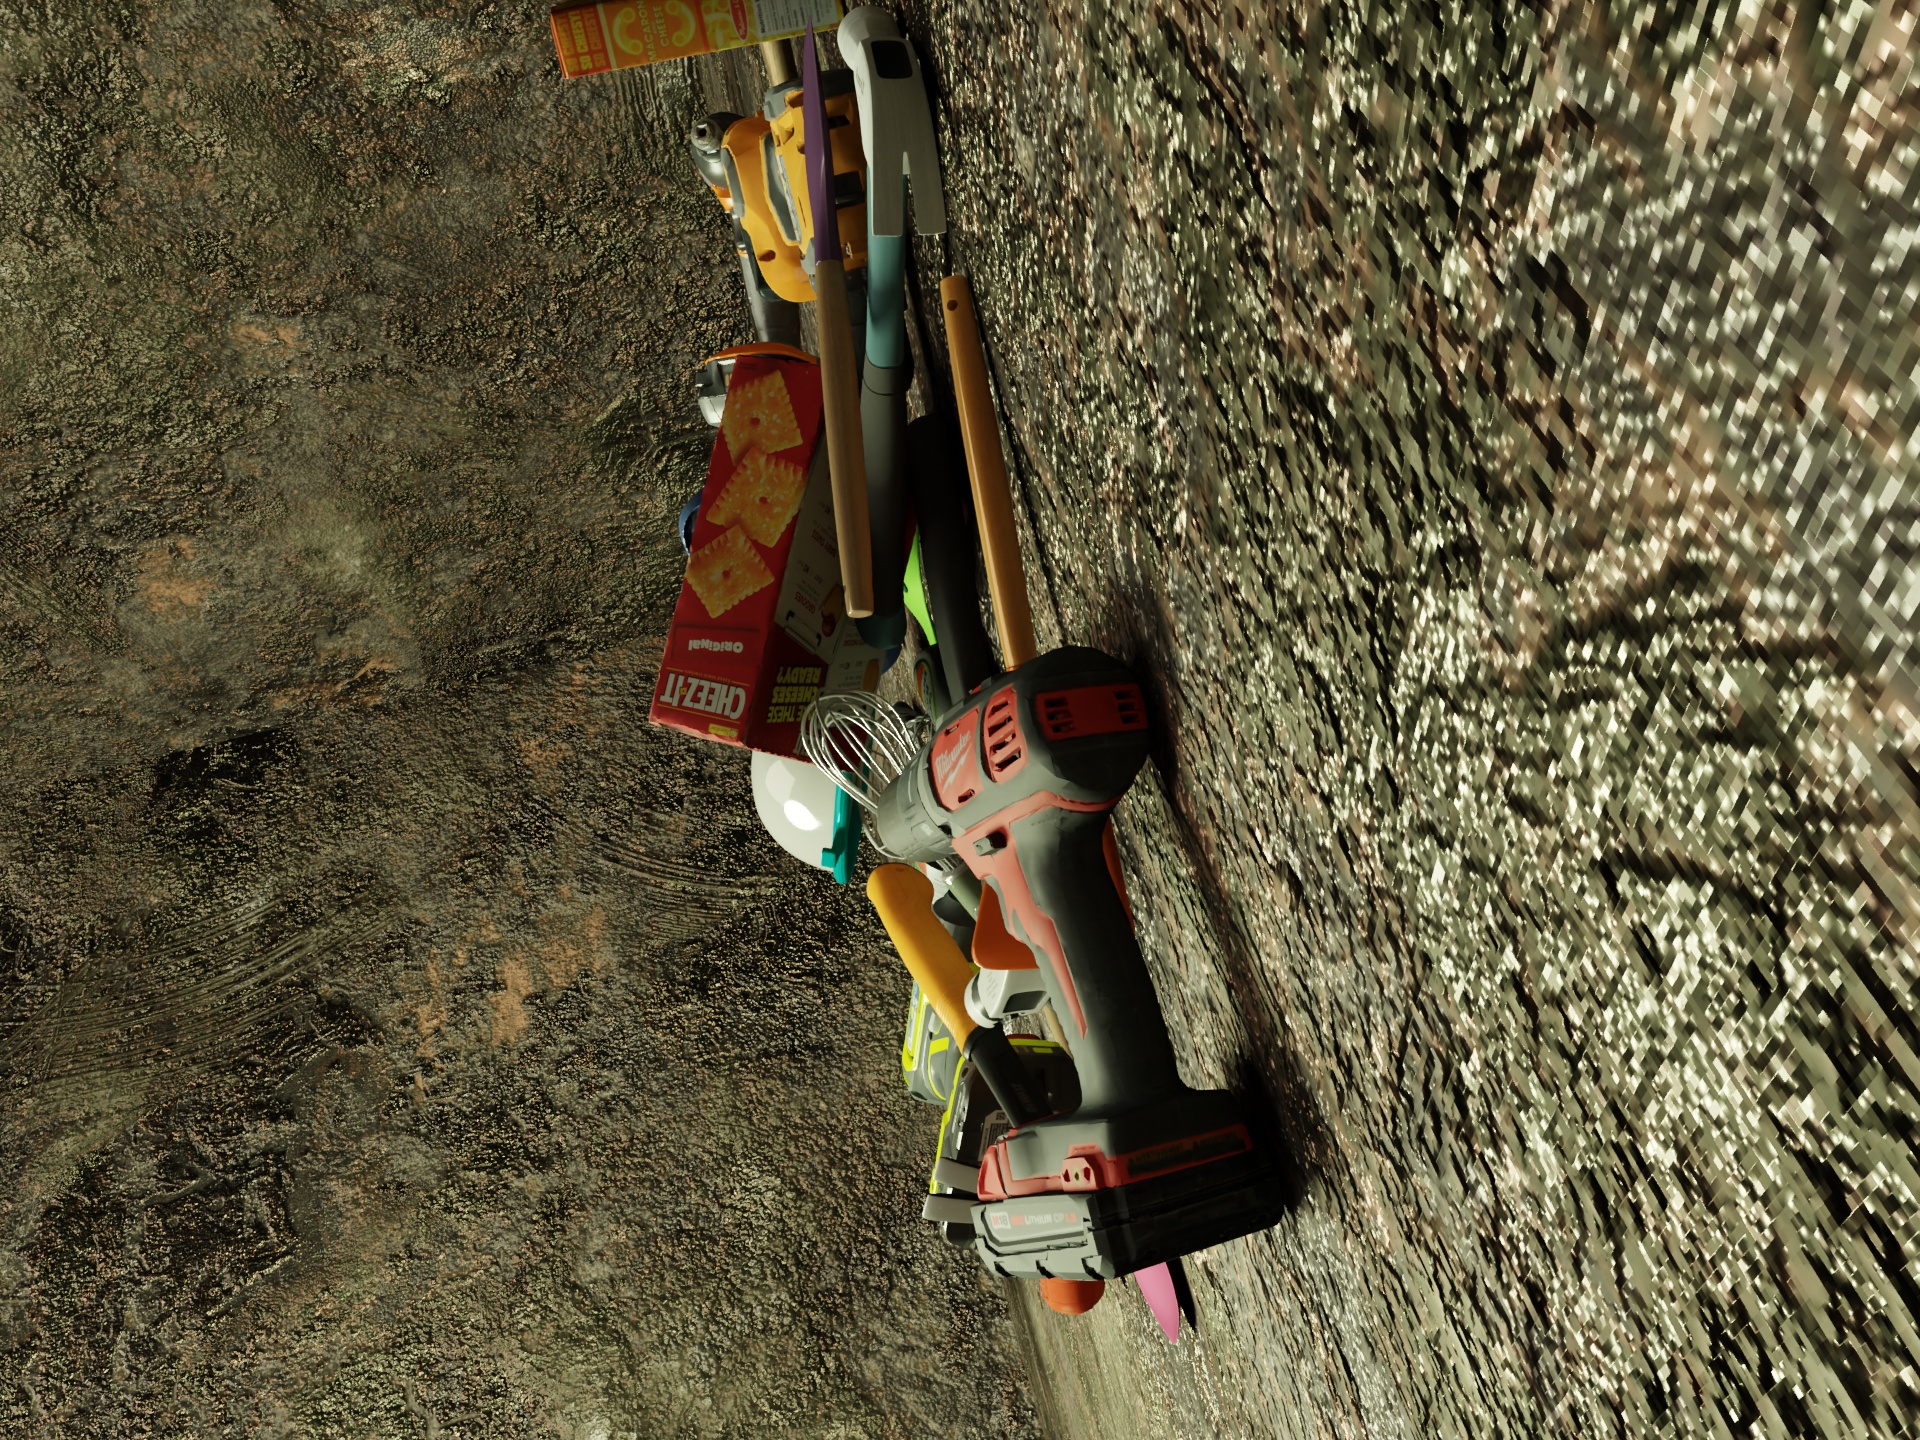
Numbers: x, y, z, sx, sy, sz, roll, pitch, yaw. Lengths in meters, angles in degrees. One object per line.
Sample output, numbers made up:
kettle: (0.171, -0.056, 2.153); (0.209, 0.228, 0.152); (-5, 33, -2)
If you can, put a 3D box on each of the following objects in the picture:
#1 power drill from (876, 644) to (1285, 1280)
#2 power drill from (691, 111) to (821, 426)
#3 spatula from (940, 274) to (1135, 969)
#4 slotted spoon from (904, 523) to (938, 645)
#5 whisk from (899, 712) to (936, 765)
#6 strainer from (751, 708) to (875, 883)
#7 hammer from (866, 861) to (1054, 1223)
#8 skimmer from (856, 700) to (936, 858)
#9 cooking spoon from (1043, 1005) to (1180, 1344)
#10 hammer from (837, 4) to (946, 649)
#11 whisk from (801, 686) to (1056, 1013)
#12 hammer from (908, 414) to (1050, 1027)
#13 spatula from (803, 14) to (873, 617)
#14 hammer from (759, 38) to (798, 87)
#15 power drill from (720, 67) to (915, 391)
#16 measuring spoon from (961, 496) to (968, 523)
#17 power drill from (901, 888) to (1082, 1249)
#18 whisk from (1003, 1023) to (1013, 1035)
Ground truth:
power drill: (0.030, 0.099, 0.639); (0.188, 0.080, 0.227); (-35, 65, 60)
power drill: (-0.153, -0.334, 1.190); (0.164, 0.084, 0.226); (-8, -86, -73)
spatula: (0.021, -0.049, 0.733); (0.041, 0.081, 0.322); (-5, -96, -64)
slotted spoon: (-0.002, -0.004, 1.137); (0.070, 0.031, 0.314); (97, 156, -73)
whisk: (-0.008, 0.069, 1.277); (0.238, 0.055, 0.055); (77, 176, -52)
strainer: (-0.124, -0.032, 1.381); (0.211, 0.095, 0.340); (90, -175, -83)
hammer: (-0.003, 0.167, 0.899); (0.337, 0.127, 0.034); (-130, 49, -61)
skimmer: (-0.066, 0.028, 1.470); (0.363, 0.090, 0.127); (-128, 29, -76)
cooking spoon: (0.078, 0.224, 0.962); (0.319, 0.017, 0.068); (-112, 15, -48)
hammer: (-0.039, -0.178, 0.822); (0.128, 0.033, 0.330); (-106, 15, -47)
whisk: (-0.006, 0.078, 0.910); (0.246, 0.058, 0.059); (51, -161, -14)
hammer: (0.007, -0.014, 0.850); (0.146, 0.035, 0.335); (115, 148, -66)
spatula: (-0.064, -0.203, 0.797); (0.059, 0.018, 0.316); (120, 145, -73)
hammer: (-0.110, -0.395, 1.140); (0.130, 0.031, 0.331); (-93, -9, -58)
power drill: (-0.083, -0.298, 0.988); (0.226, 0.084, 0.185); (-131, 26, -67)
measuring spoon: (-0.002, -0.116, 0.978); (0.117, 0.011, 0.021); (128, 128, -78)
power drill: (0.012, 0.214, 1.027); (0.223, 0.080, 0.171); (-117, 33, -64)
whisk: (0.026, 0.243, 1.335); (0.284, 0.070, 0.070); (100, 156, -63)
